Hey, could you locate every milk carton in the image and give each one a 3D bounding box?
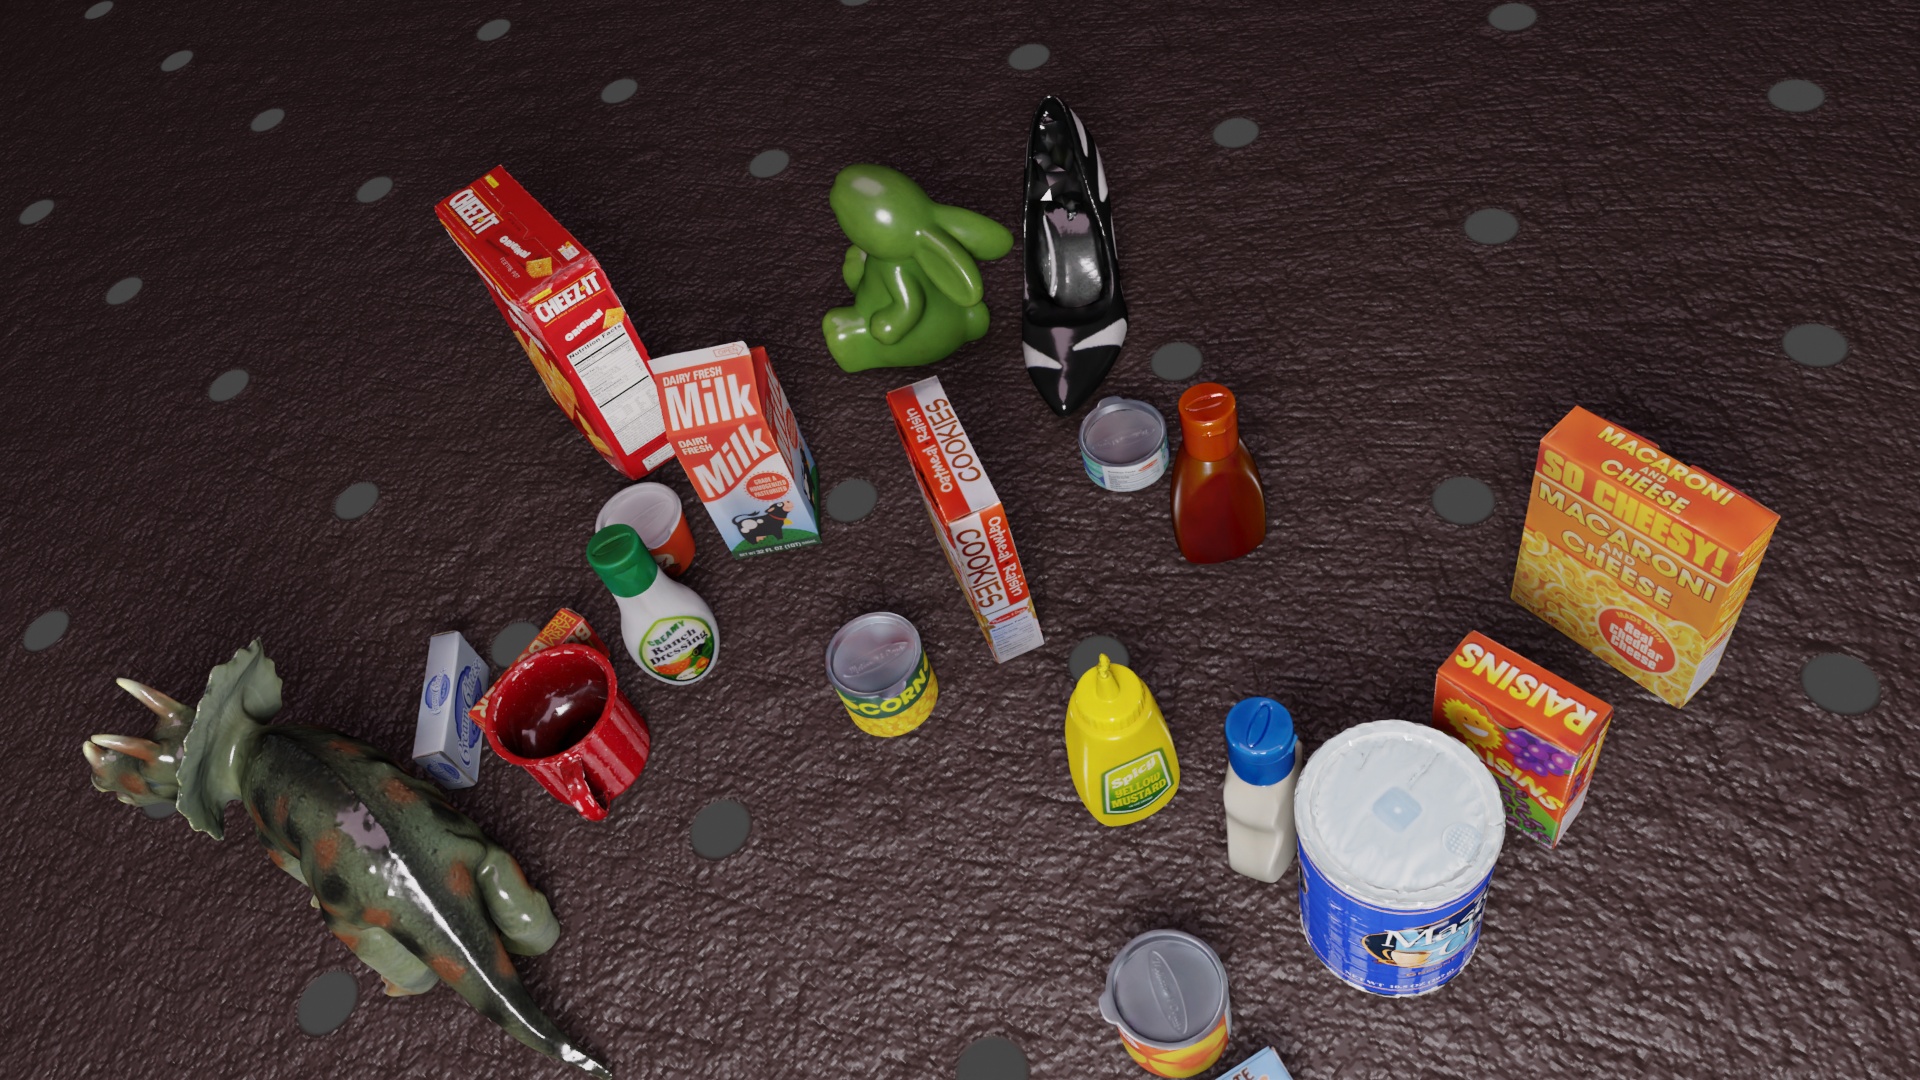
[{"bbox_3d":[-0.161,-0.074,1.015,0.072,0.189,0.074,-12,52,6],"label":"milk carton"}]

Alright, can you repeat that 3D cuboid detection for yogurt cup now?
[{"bbox_3d":[-0.239,-0.003,1.068,0.072,0.053,0.073,-7,53,9],"label":"yogurt cup"}]

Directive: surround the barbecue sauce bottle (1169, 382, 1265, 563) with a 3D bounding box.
[{"bbox_3d":[0.171,-0.044,0.934,0.065,0.148,0.044,-16,52,3],"label":"barbecue sauce bottle"}]

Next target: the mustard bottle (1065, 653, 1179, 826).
[{"bbox_3d":[0.093,0.115,0.827,0.065,0.159,0.049,-24,52,-4],"label":"mustard bottle"}]

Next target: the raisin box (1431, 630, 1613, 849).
[{"bbox_3d":[0.315,0.115,0.793,0.086,0.122,0.040,34,68,32],"label":"raisin box"}]

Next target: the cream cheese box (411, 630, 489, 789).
[{"bbox_3d":[-0.368,0.123,1.007,0.024,0.053,0.104,-12,52,6],"label":"cream cheese box"}]

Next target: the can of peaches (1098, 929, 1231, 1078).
[{"bbox_3d":[0.115,0.260,0.777,0.071,0.057,0.071,-7,53,9],"label":"can of peaches"}]

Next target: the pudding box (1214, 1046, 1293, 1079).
[{"bbox_3d":[0.140,0.309,0.740,0.084,0.049,0.030,-29,52,-8],"label":"pudding box"}]

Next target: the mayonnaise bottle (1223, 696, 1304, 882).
[{"bbox_3d":[0.173,0.140,0.795,0.041,0.147,0.065,15,59,24],"label":"mayonnaise bottle"}]

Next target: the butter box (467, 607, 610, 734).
[{"bbox_3d":[-0.303,0.103,1.005,0.024,0.053,0.104,23,63,28],"label":"butter box"}]

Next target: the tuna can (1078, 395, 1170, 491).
[{"bbox_3d":[0.122,-0.073,1.041,0.071,0.032,0.071,-7,53,9],"label":"tuna can"}]

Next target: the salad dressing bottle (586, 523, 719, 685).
[{"bbox_3d":[-0.214,0.045,0.966,0.064,0.147,0.044,-29,52,-7],"label":"salad dressing bottle"}]

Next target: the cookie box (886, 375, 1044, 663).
[{"bbox_3d":[0.003,-0.012,0.941,0.040,0.166,0.123,-23,52,-3],"label":"cookie box"}]

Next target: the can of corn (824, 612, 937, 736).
[{"bbox_3d":[-0.051,0.094,0.945,0.071,0.058,0.071,-7,53,9],"label":"can of corn"}]

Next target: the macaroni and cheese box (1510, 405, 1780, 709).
[{"bbox_3d":[0.397,0.011,0.823,0.040,0.165,0.124,-39,54,-15],"label":"macaroni and cheese box"}]
